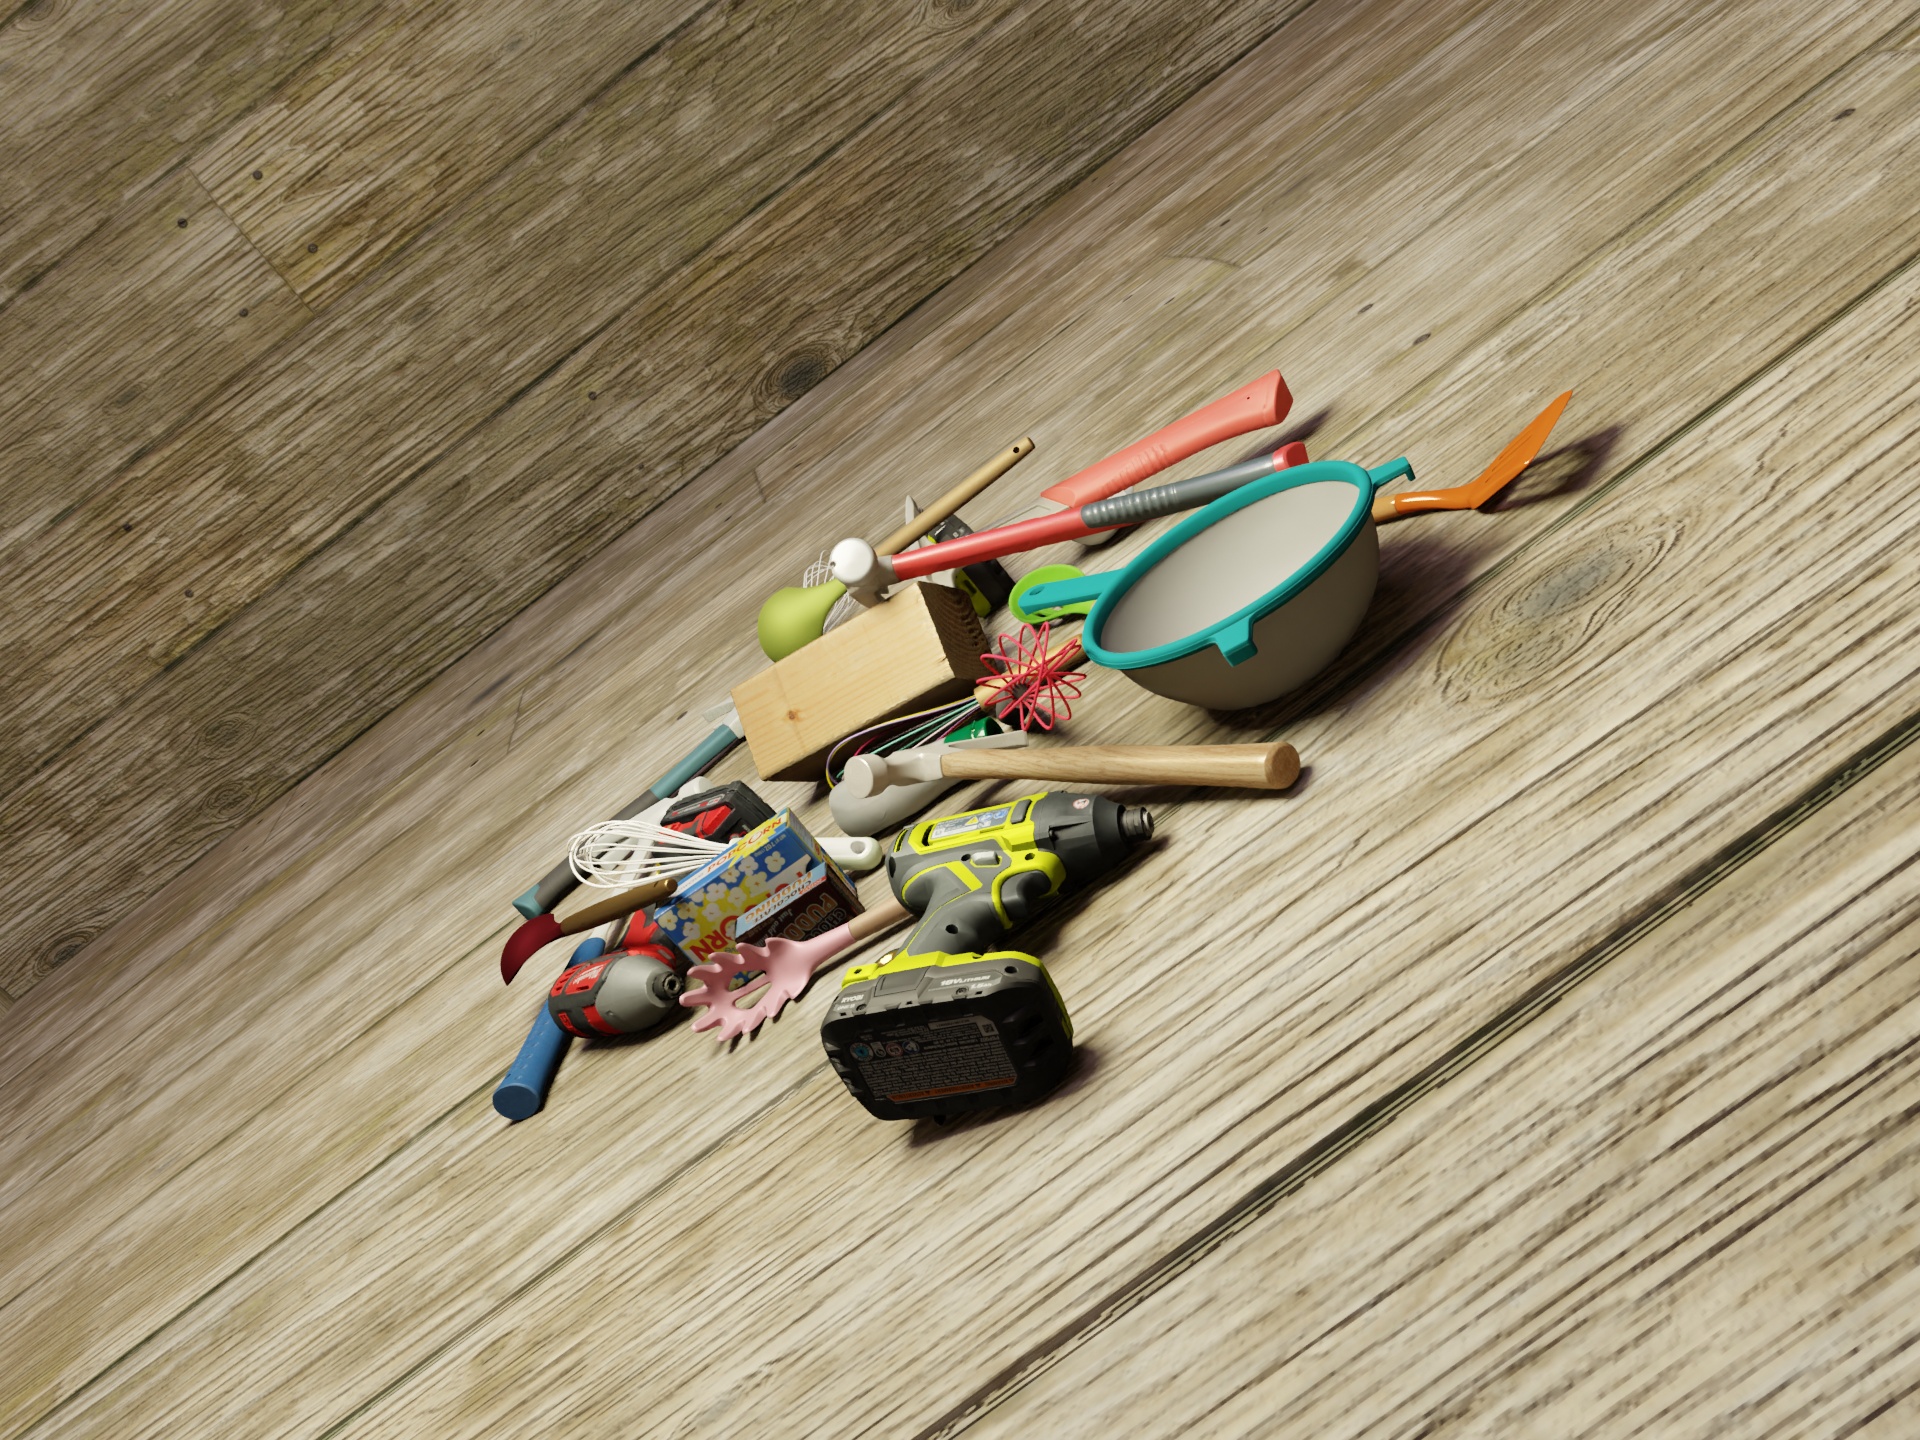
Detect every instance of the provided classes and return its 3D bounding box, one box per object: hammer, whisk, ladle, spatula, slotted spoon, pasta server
[{"bbox_3d":[0.077,0.029,1.046,0.130,0.031,0.331,-11,6,-44],"label":"hammer"},{"bbox_3d":[-0.157,-0.097,1.715,0.070,0.070,0.285,-28,27,25],"label":"whisk"},{"bbox_3d":[0.094,-0.158,1.306,0.386,0.038,0.143,-13,-10,9],"label":"hammer"},{"bbox_3d":[-0.300,0.161,1.261,0.315,0.031,0.069,-25,32,50],"label":"ladle"},{"bbox_3d":[-0.321,0.086,1.625,0.331,0.033,0.128,-42,22,-10],"label":"hammer"},{"bbox_3d":[0.117,-0.213,1.389,0.359,0.036,0.149,-26,52,17],"label":"hammer"},{"bbox_3d":[-0.181,0.101,1.213,0.246,0.059,0.058,-1,52,7],"label":"whisk"},{"bbox_3d":[-0.001,-0.002,1.289,0.245,0.051,0.047,-28,67,12],"label":"whisk"},{"bbox_3d":[0.289,-0.156,1.130,0.323,0.041,0.081,-10,35,52],"label":"spatula"},{"bbox_3d":[-0.058,-0.151,1.422,0.320,0.078,0.062,-35,-16,19],"label":"ladle"},{"bbox_3d":[0.121,-0.084,1.274,0.070,0.031,0.314,-42,23,-9],"label":"slotted spoon"},{"bbox_3d":[-0.053,0.133,1.089,0.316,0.060,0.040,-29,-11,15],"label":"pasta server"},{"bbox_3d":[0.043,-0.021,1.116,0.073,0.073,0.296,-40,-2,-4],"label":"whisk"},{"bbox_3d":[-0.324,0.195,1.402,0.144,0.035,0.406,-29,23,23],"label":"hammer"}]

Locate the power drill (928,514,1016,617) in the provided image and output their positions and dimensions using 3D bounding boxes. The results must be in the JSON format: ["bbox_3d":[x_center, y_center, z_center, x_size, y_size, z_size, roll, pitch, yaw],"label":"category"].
[{"bbox_3d":[-0.069,-0.096,1.535,0.228,0.080,0.191,-41,22,1],"label":"power drill"}]

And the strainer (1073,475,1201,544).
[{"bbox_3d":[0.171,-0.193,1.398,0.258,0.050,0.087,-8,41,43],"label":"strainer"}]

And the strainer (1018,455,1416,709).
[{"bbox_3d":[0.158,-0.070,1.090,0.211,0.095,0.340,-45,20,-24],"label":"strainer"}]

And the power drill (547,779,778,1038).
[{"bbox_3d":[-0.229,0.157,1.276,0.143,0.078,0.220,-18,32,45],"label":"power drill"}]

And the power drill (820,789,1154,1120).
[{"bbox_3d":[0.019,0.122,0.931,0.171,0.080,0.223,-14,26,23],"label":"power drill"}]

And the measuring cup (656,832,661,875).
[{"bbox_3d":[-0.252,0.154,1.369,0.029,0.062,0.157,-1,47,16],"label":"measuring cup"}]
